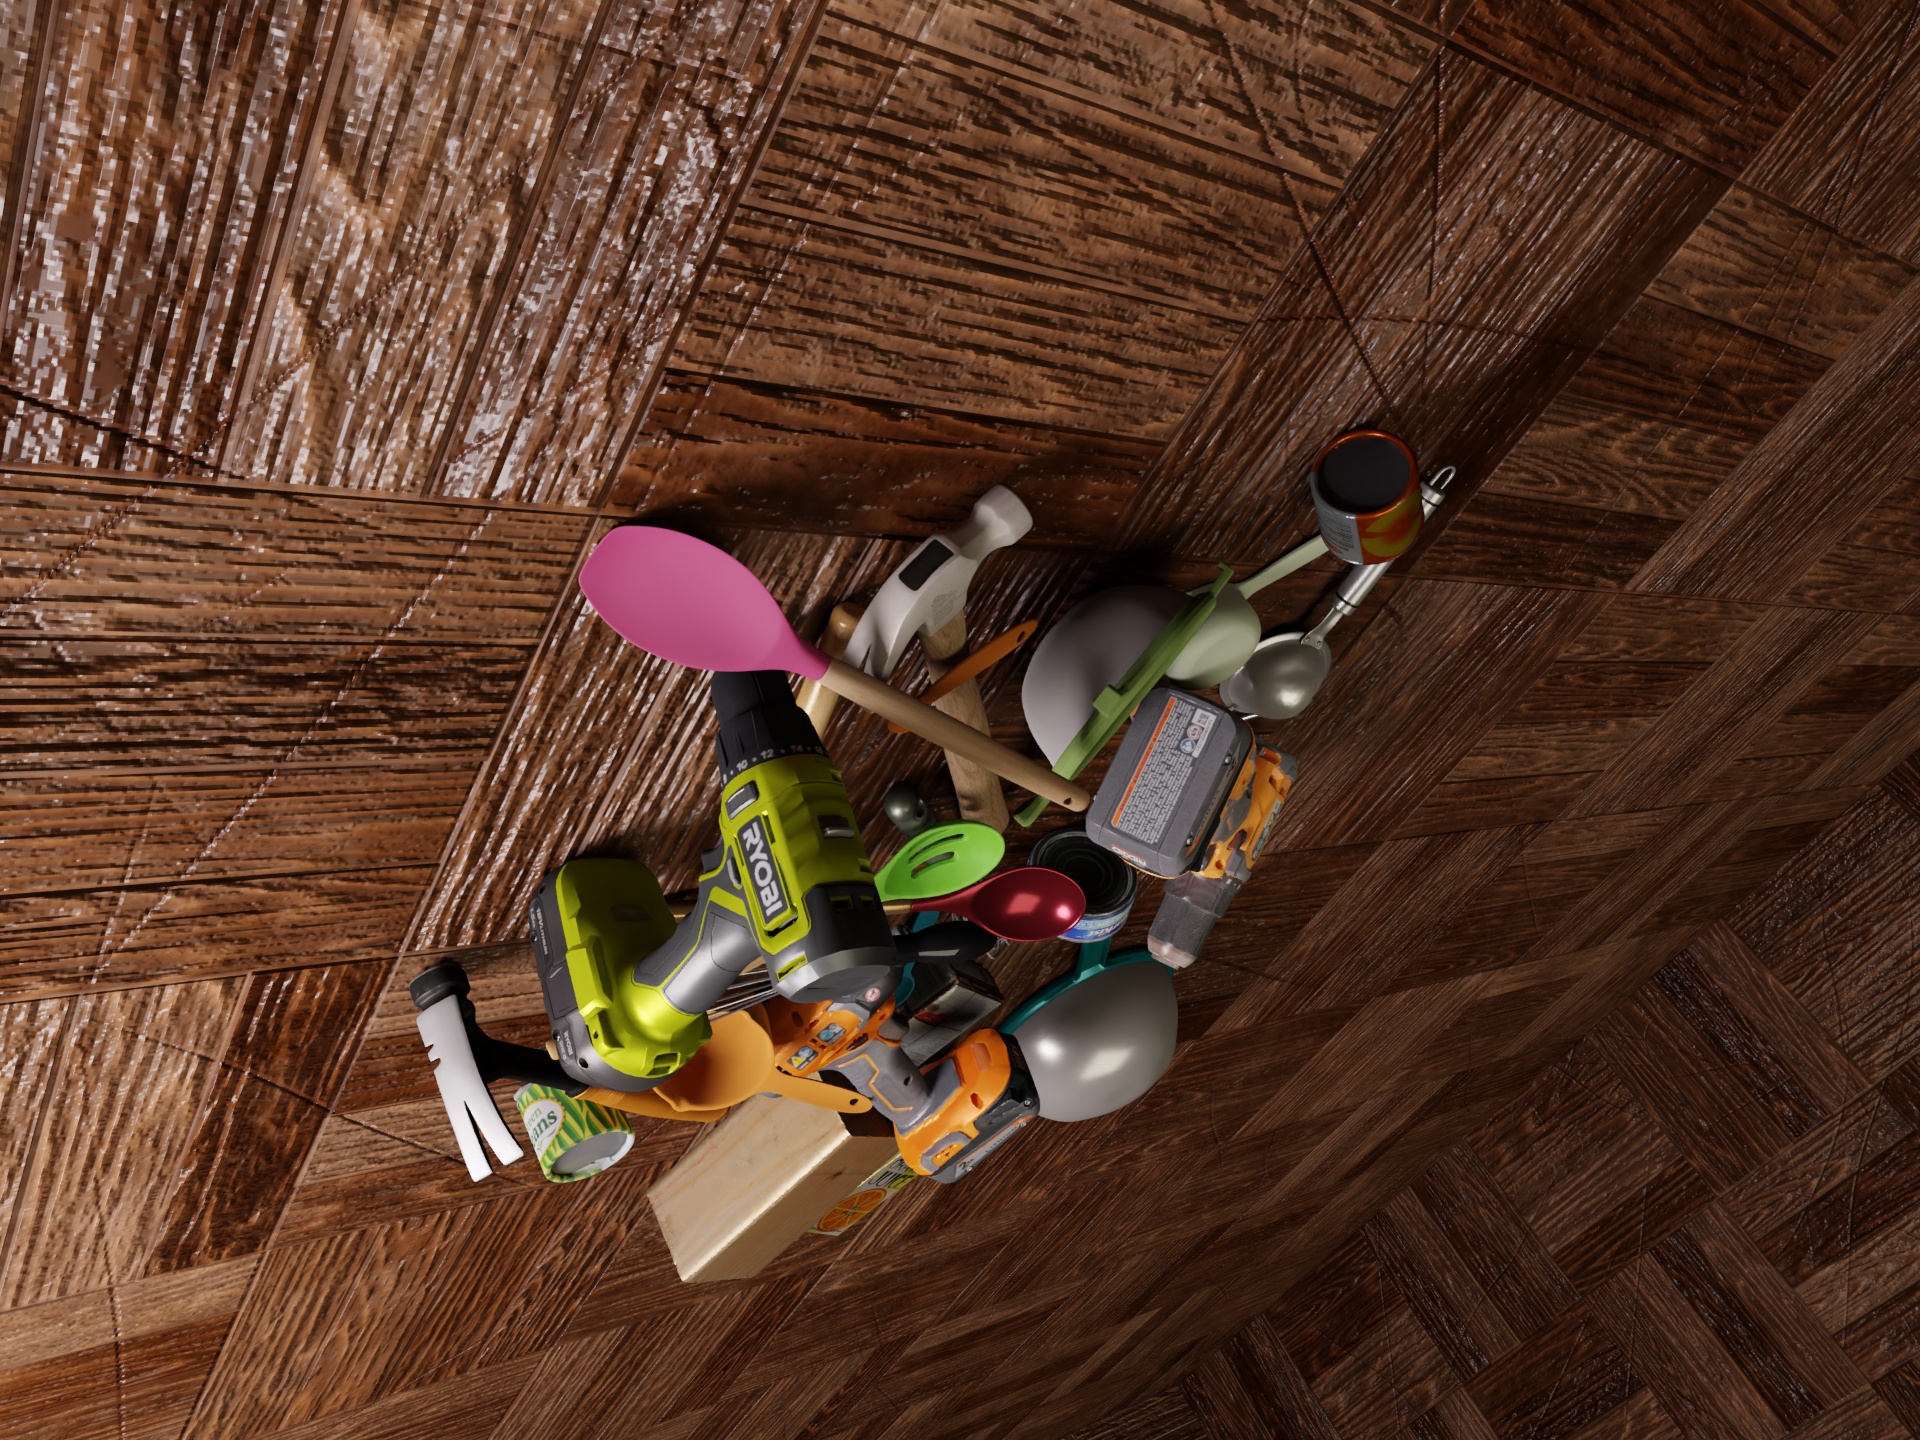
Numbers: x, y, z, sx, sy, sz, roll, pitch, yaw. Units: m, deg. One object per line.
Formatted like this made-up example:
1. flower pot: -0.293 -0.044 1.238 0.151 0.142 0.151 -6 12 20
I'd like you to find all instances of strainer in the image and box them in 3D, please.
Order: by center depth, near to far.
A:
1. strainer: 0.068 -0.010 1.018 0.151 0.069 0.256 -46 174 -35
2. strainer: 0.267 -0.076 1.129 0.086 0.050 0.258 14 124 -33
3. strainer: 0.133 0.276 1.443 0.211 0.095 0.340 -22 149 -17

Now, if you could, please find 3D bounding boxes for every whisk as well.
1. whisk: -0.098 0.030 0.939 0.051 0.047 0.244 -26 149 -48
2. whisk: -0.098 0.164 1.077 0.284 0.070 0.070 -3 139 -29
3. whisk: -0.004 0.108 1.134 0.059 0.058 0.246 -1 151 20

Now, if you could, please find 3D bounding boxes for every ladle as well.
1. ladle: -0.059 0.125 1.069 0.315 0.031 0.069 1 124 -26

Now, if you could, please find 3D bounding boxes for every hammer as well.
1. hammer: -0.002 -0.003 0.973 0.130 0.031 0.331 -42 154 -15
2. hammer: -0.237 0.246 1.058 0.034 0.127 0.336 -32 155 7

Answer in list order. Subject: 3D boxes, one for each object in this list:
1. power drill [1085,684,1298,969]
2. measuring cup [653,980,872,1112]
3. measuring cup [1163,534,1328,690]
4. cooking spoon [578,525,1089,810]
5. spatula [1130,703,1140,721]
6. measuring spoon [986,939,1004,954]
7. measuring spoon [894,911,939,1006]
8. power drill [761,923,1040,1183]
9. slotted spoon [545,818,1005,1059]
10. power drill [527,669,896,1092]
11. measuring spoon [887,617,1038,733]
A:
1. power drill: 0.163 0.082 1.136 0.185 0.084 0.226 -64 154 -3
2. measuring cup: -0.140 0.235 1.119 0.173 0.052 0.095 24 111 -26
3. measuring cup: 0.204 -0.077 1.065 0.167 0.038 0.083 -32 149 3
4. cooking spoon: -0.052 -0.017 0.832 0.318 0.017 0.068 28 117 -30
5. spatula: 0.160 0.049 1.202 0.081 0.041 0.322 -52 151 -15
6. measuring spoon: 0.039 0.152 1.266 0.034 0.018 0.124 -17 153 -33
7. measuring spoon: -0.043 0.172 1.219 0.042 0.021 0.128 -3 129 -39
8. power drill: -0.042 0.248 1.206 0.164 0.084 0.226 -43 124 13
9. slotted spoon: -0.113 0.136 1.004 0.314 0.031 0.070 -25 140 -19
10. power drill: -0.142 0.088 0.871 0.080 0.191 0.228 6 146 -47
11. measuring spoon: 0.005 -0.025 0.897 0.117 0.011 0.021 -36 153 -28
